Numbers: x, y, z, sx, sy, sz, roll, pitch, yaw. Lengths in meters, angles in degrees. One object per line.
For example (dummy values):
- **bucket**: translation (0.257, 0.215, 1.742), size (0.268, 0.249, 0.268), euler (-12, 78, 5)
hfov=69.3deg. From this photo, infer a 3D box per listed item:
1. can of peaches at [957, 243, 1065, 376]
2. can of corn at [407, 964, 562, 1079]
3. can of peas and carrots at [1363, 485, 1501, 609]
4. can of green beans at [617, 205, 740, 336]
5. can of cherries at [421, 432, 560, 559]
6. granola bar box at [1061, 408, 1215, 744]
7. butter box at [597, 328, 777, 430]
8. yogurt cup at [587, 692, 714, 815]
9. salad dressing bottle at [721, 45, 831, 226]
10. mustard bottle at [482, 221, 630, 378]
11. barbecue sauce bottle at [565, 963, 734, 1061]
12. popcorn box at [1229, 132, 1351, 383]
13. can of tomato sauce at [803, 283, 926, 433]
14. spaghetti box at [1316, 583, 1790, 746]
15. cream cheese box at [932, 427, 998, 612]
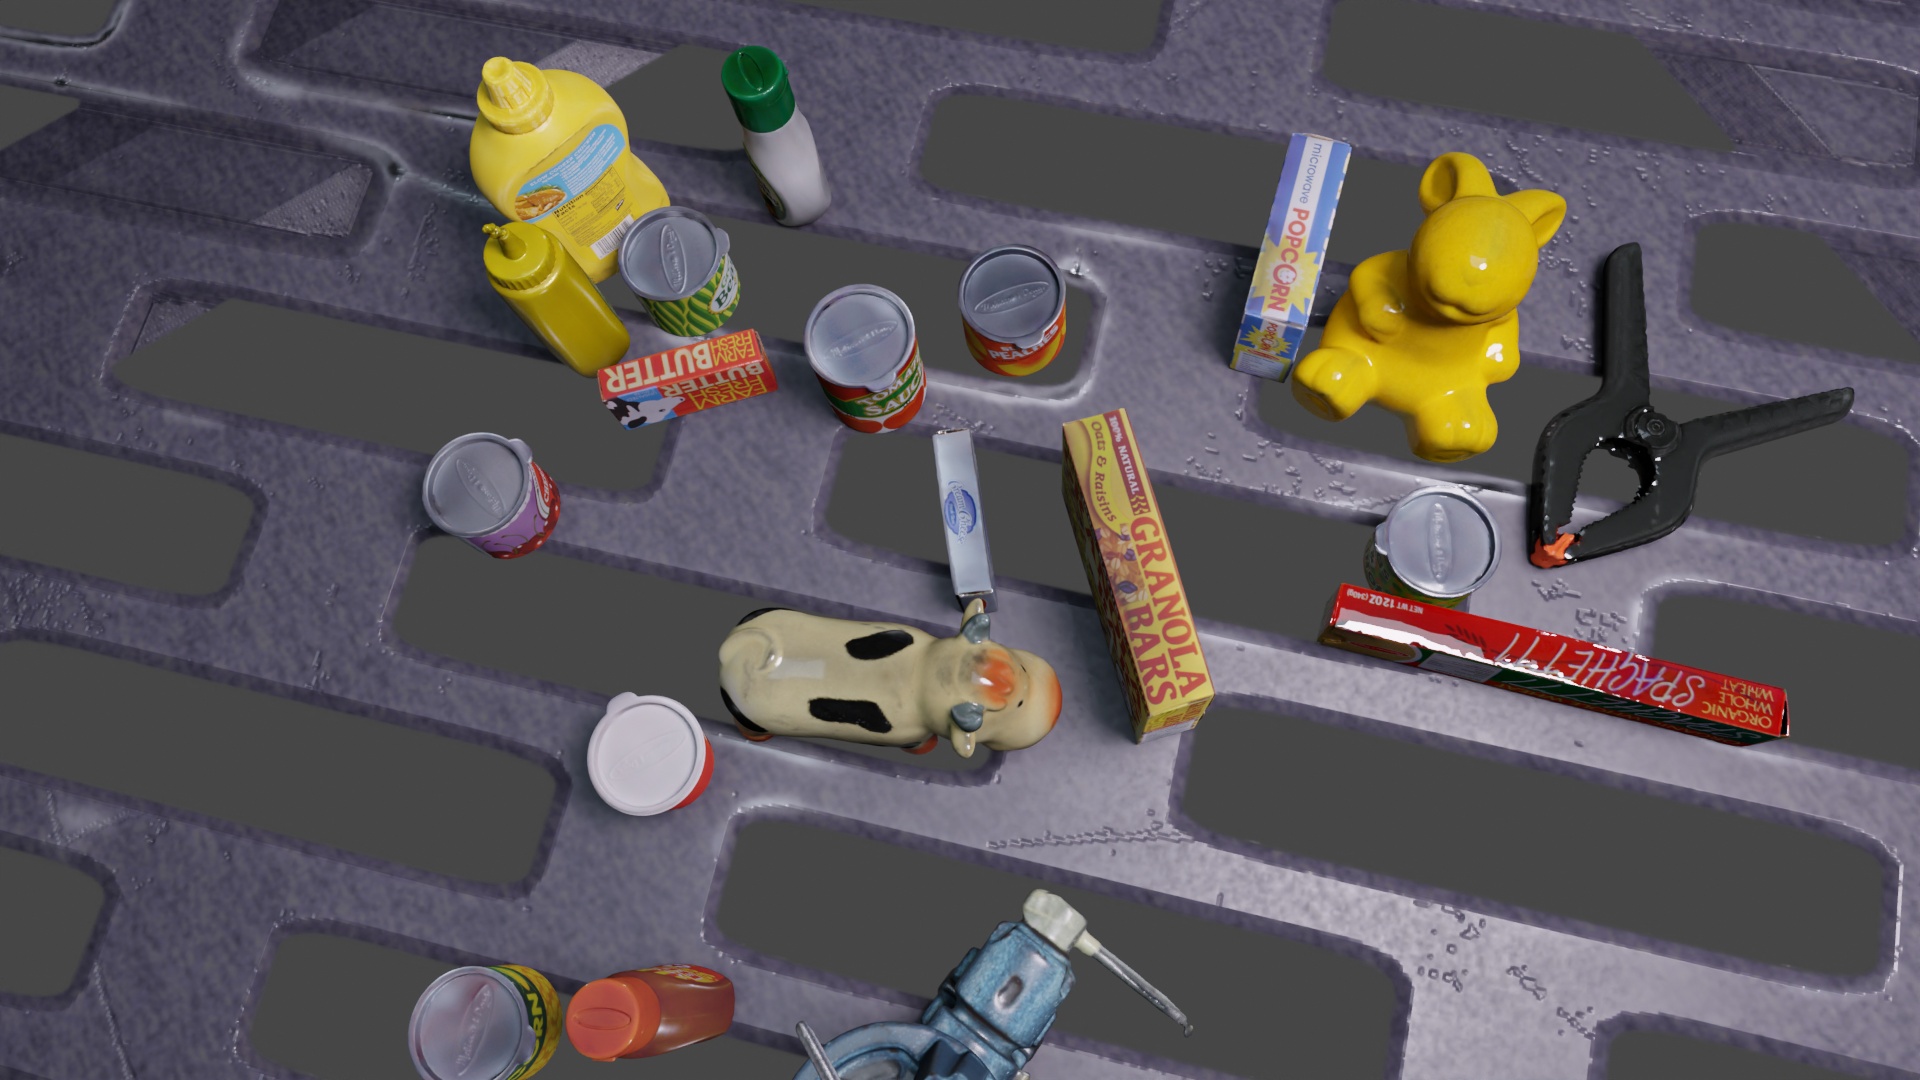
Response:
- **can of peaches**: translation (0.034, -0.141, 0.871), size (0.071, 0.058, 0.071), euler (-1, 74, 4)
- **can of corn**: translation (-0.260, 0.271, 0.772), size (0.071, 0.058, 0.071), euler (-1, 74, 4)
- **can of peas and carrots**: translation (0.271, 0.008, 0.811), size (0.071, 0.058, 0.071), euler (-1, 74, 4)
- **can of green beans**: translation (-0.180, -0.172, 0.895), size (0.071, 0.057, 0.071), euler (-1, 74, 4)
- **can of cherries**: translation (-0.287, -0.028, 0.860), size (0.071, 0.058, 0.071), euler (-1, 74, 4)
- **granola bar box**: translation (0.097, 0.024, 0.784), size (0.039, 0.124, 0.166), euler (-15, 74, 0)
- **butter box**: translation (-0.171, -0.101, 0.876), size (0.103, 0.053, 0.024), euler (-15, 74, 0)
- **yogurt cup**: translation (-0.177, 0.128, 0.810), size (0.072, 0.054, 0.072), euler (-1, 74, 4)
- **salad dressing bottle**: translation (-0.115, -0.250, 0.866), size (0.044, 0.147, 0.064), euler (-26, 74, -3)
- **mustard bottle**: translation (-0.249, -0.152, 0.840), size (0.049, 0.160, 0.065), euler (-45, 76, -8)
- **barbecue sauce bottle**: translation (-0.164, 0.246, 0.726), size (0.065, 0.148, 0.044), euler (2, 75, 5)
- **popcorn box**: translation (0.202, -0.173, 0.854), size (0.038, 0.085, 0.127), euler (15, 76, 8)
- **can of tomato sauce**: translation (-0.055, -0.108, 0.854), size (0.071, 0.083, 0.071), euler (-1, 74, 4)
- **spaghetti box**: translation (0.333, 0.072, 0.792), size (0.250, 0.050, 0.029), euler (14, 76, 8)
- **cream cheese box**: translation (0.003, -0.011, 0.837), size (0.024, 0.053, 0.104), euler (-9, 74, 2)
